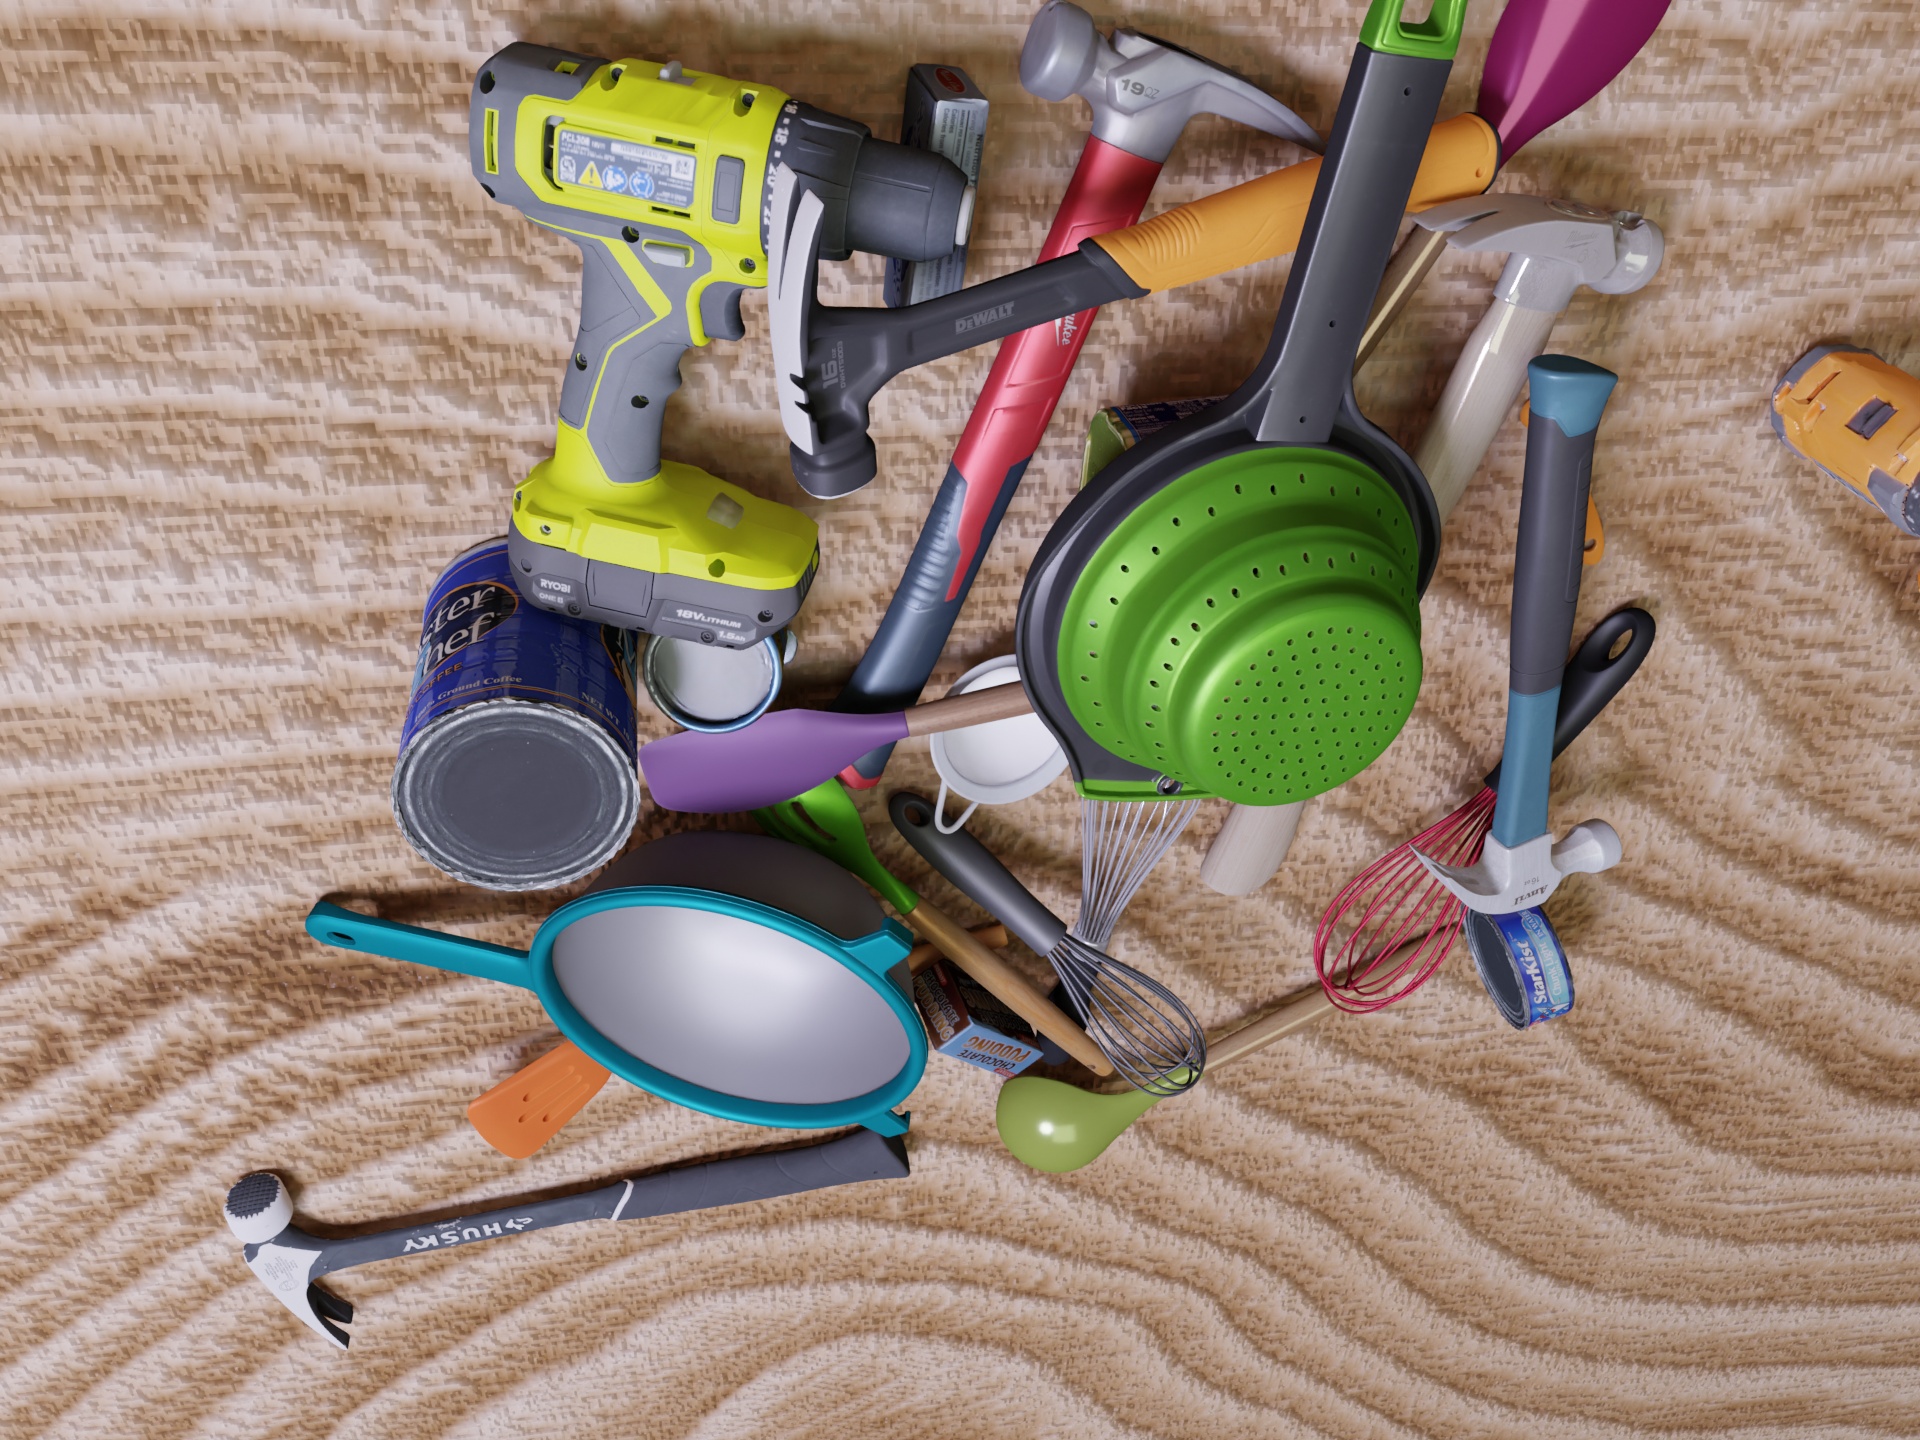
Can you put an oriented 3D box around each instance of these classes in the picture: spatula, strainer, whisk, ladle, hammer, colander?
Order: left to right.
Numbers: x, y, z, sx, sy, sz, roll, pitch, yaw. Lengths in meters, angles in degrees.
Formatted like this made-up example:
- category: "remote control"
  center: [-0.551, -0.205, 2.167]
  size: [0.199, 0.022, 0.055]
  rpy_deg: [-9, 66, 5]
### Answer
- category: "hammer"
  center: [-0.235, 0.313, 1.010]
  size: [0.409, 0.036, 0.149]
  rpy_deg: [-9, 127, -6]
- category: "strainer"
  center: [-0.174, 0.112, 0.853]
  size: [0.340, 0.095, 0.210]
  rpy_deg: [10, 138, 7]
- category: "spatula"
  center: [-0.125, 0.181, 0.935]
  size: [0.322, 0.041, 0.080]
  rpy_deg: [-17, 142, -1]
- category: "spatula"
  center: [-0.001, -0.003, 0.794]
  size: [0.316, 0.018, 0.059]
  rpy_deg: [-13, 130, -1]
- category: "hammer"
  center: [0.030, -0.122, 0.755]
  size: [0.143, 0.038, 0.386]
  rpy_deg: [13, 121, -22]
- category: "whisk"
  center: [0.048, 0.124, 0.886]
  size: [0.239, 0.055, 0.055]
  rpy_deg: [43, 110, -6]
- category: "strainer"
  center: [0.064, -0.049, 0.813]
  size: [0.086, 0.050, 0.258]
  rpy_deg: [30, 108, -31]
- category: "whisk"
  center: [0.081, 0.105, 0.919]
  size: [0.070, 0.070, 0.284]
  rpy_deg: [3, 128, -14]
- category: "hammer"
  center: [0.081, -0.194, 0.634]
  size: [0.337, 0.034, 0.127]
  rpy_deg: [-22, 140, -19]
- category: "ladle"
  center: [0.171, 0.201, 1.019]
  size: [0.320, 0.062, 0.078]
  rpy_deg: [-27, 127, -1]
- category: "colander"
  center: [0.147, -0.096, 0.654]
  size: [0.204, 0.095, 0.396]
  rpy_deg: [-2, 127, -18]
- category: "hammer"
  center: [0.204, -0.065, 0.809]
  size: [0.146, 0.038, 0.410]
  rpy_deg: [-8, 133, -35]
- category: "whisk"
  center: [0.302, 0.056, 0.927]
  size: [0.073, 0.073, 0.295]
  rpy_deg: [23, 112, -25]
- category: "hammer"
  center: [0.295, -0.031, 0.810]
  size: [0.128, 0.033, 0.330]
  rpy_deg: [-20, 127, -15]

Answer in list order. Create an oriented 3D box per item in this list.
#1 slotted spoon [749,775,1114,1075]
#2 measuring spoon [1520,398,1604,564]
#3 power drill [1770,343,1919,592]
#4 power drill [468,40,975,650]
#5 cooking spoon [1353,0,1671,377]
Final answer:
- category: "slotted spoon"
  center: [-0.011, 0.117, 0.895]
  size: [0.070, 0.031, 0.313]
  rpy_deg: [-18, 129, 43]
- category: "measuring spoon"
  center: [0.318, -0.122, 0.830]
  size: [0.021, 0.011, 0.116]
  rpy_deg: [-30, 125, 10]
- category: "power drill"
  center: [0.527, -0.087, 0.796]
  size: [0.226, 0.186, 0.084]
  rpy_deg: [27, 114, -31]
- category: "power drill"
  center: [-0.103, -0.149, 0.662]
  size: [0.190, 0.080, 0.228]
  rpy_deg: [12, 123, 1]
- category: "cooking spoon"
  center: [0.217, -0.222, 0.734]
  size: [0.068, 0.017, 0.318]
  rpy_deg: [22, 117, -23]
